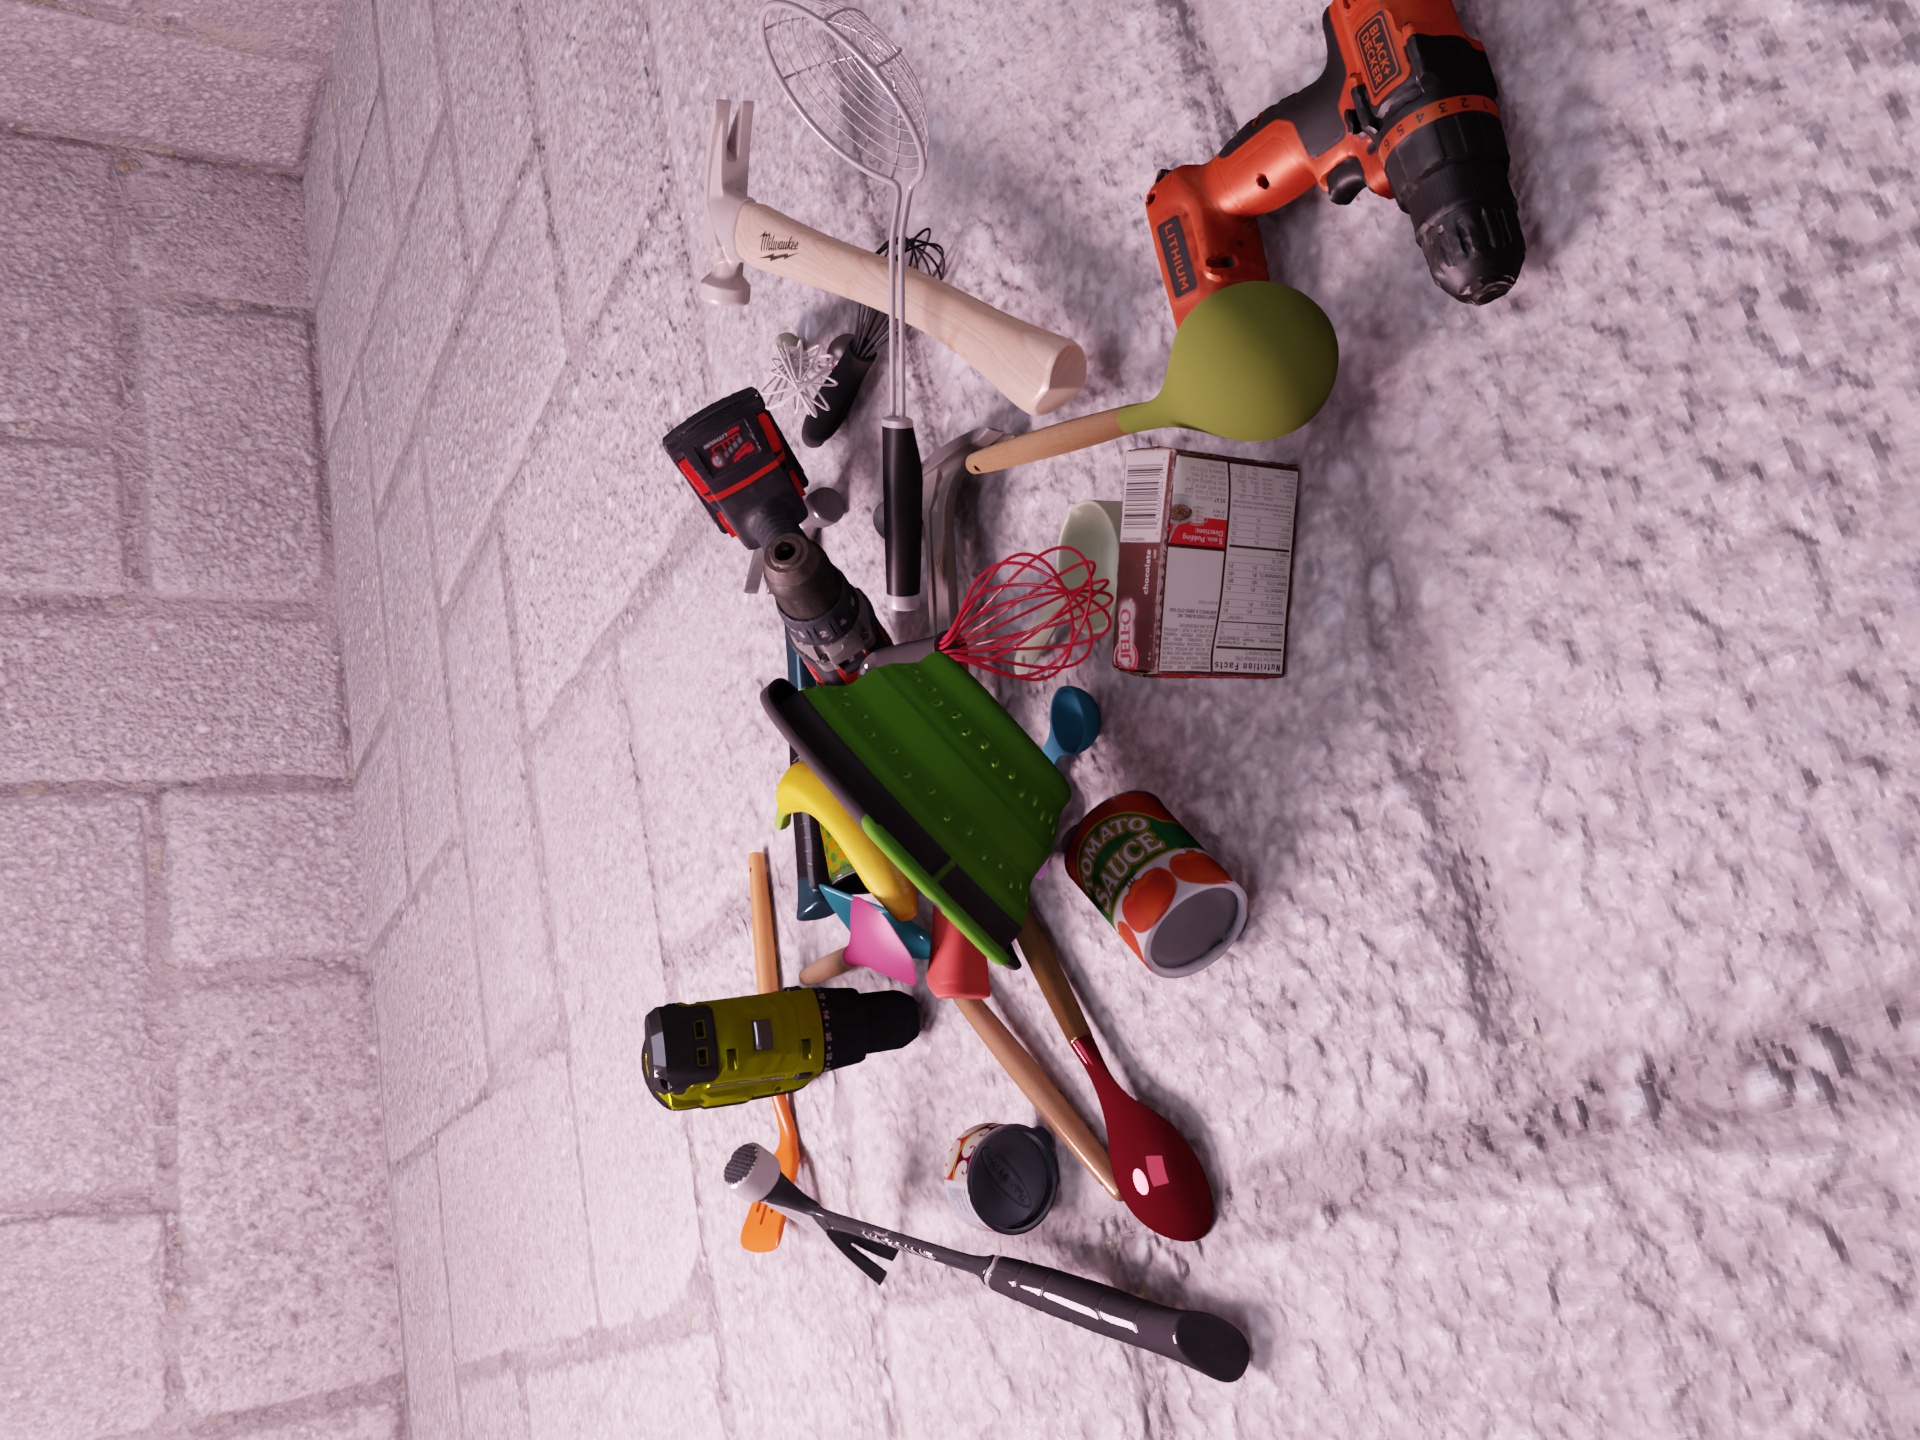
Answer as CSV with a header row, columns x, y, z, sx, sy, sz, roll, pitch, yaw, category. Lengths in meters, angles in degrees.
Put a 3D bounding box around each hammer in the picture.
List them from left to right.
x,y,z,sx,sy,sz,roll,pitch,yaw,category
-0.123,-0.008,1.257,0.128,0.033,0.331,-15,78,57,hammer
-0.059,-0.300,1.049,0.411,0.038,0.146,36,128,42,hammer
-0.002,-0.003,1.024,0.149,0.036,0.359,-25,63,53,hammer
0.012,0.342,0.987,0.409,0.149,0.036,-4,48,50,hammer

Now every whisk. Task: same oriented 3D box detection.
x,y,z,sx,sy,sz,roll,pitch,yaw,category
-0.125,-0.265,1.187,0.059,0.057,0.246,-37,20,5,whisk
-0.071,-0.273,1.165,0.239,0.055,0.055,-47,51,54,whisk
0.003,-0.046,0.943,0.296,0.073,0.073,-16,77,63,whisk

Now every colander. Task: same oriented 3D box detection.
x,y,z,sx,sy,sz,roll,pitch,yaw,category
-0.028,0.011,0.940,0.094,0.204,0.397,-43,20,-1,colander

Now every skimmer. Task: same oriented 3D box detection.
x,y,z,sx,sy,sz,roll,pitch,yaw,category
-0.065,-0.240,0.967,0.127,0.090,0.363,28,124,54,skimmer

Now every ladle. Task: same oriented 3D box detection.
x,y,z,sx,sy,sz,roll,pitch,yaw,category
0.065,0.173,0.962,0.316,0.031,0.069,62,140,39,ladle
0.083,-0.167,0.855,0.062,0.078,0.320,-55,21,-14,ladle

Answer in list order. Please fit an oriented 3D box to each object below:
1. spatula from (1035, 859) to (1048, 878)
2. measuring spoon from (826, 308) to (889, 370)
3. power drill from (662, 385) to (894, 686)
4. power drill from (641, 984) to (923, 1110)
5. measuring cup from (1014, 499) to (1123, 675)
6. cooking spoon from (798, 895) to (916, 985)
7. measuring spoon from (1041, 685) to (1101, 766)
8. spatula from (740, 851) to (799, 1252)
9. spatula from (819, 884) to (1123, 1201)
x,y,z,sx,sy,sz,roll,pitch,yaw,category
-0.017,0.018,1.094,0.316,0.018,0.059,37,122,54,spatula
-0.070,-0.297,1.185,0.124,0.018,0.034,-37,59,51,measuring spoon
-0.125,-0.127,1.110,0.227,0.080,0.187,59,179,28,power drill
-0.142,0.238,1.175,0.228,0.190,0.080,137,126,-67,power drill
0.074,-0.068,0.943,0.167,0.038,0.083,125,136,-59,measuring cup
-0.082,0.170,1.127,0.069,0.017,0.319,56,160,3,cooking spoon
0.061,0.027,0.982,0.128,0.021,0.042,112,143,-46,measuring spoon
-0.164,0.269,1.316,0.081,0.041,0.323,-26,67,58,spatula
0.008,0.204,1.033,0.318,0.044,0.082,44,167,46,spatula
